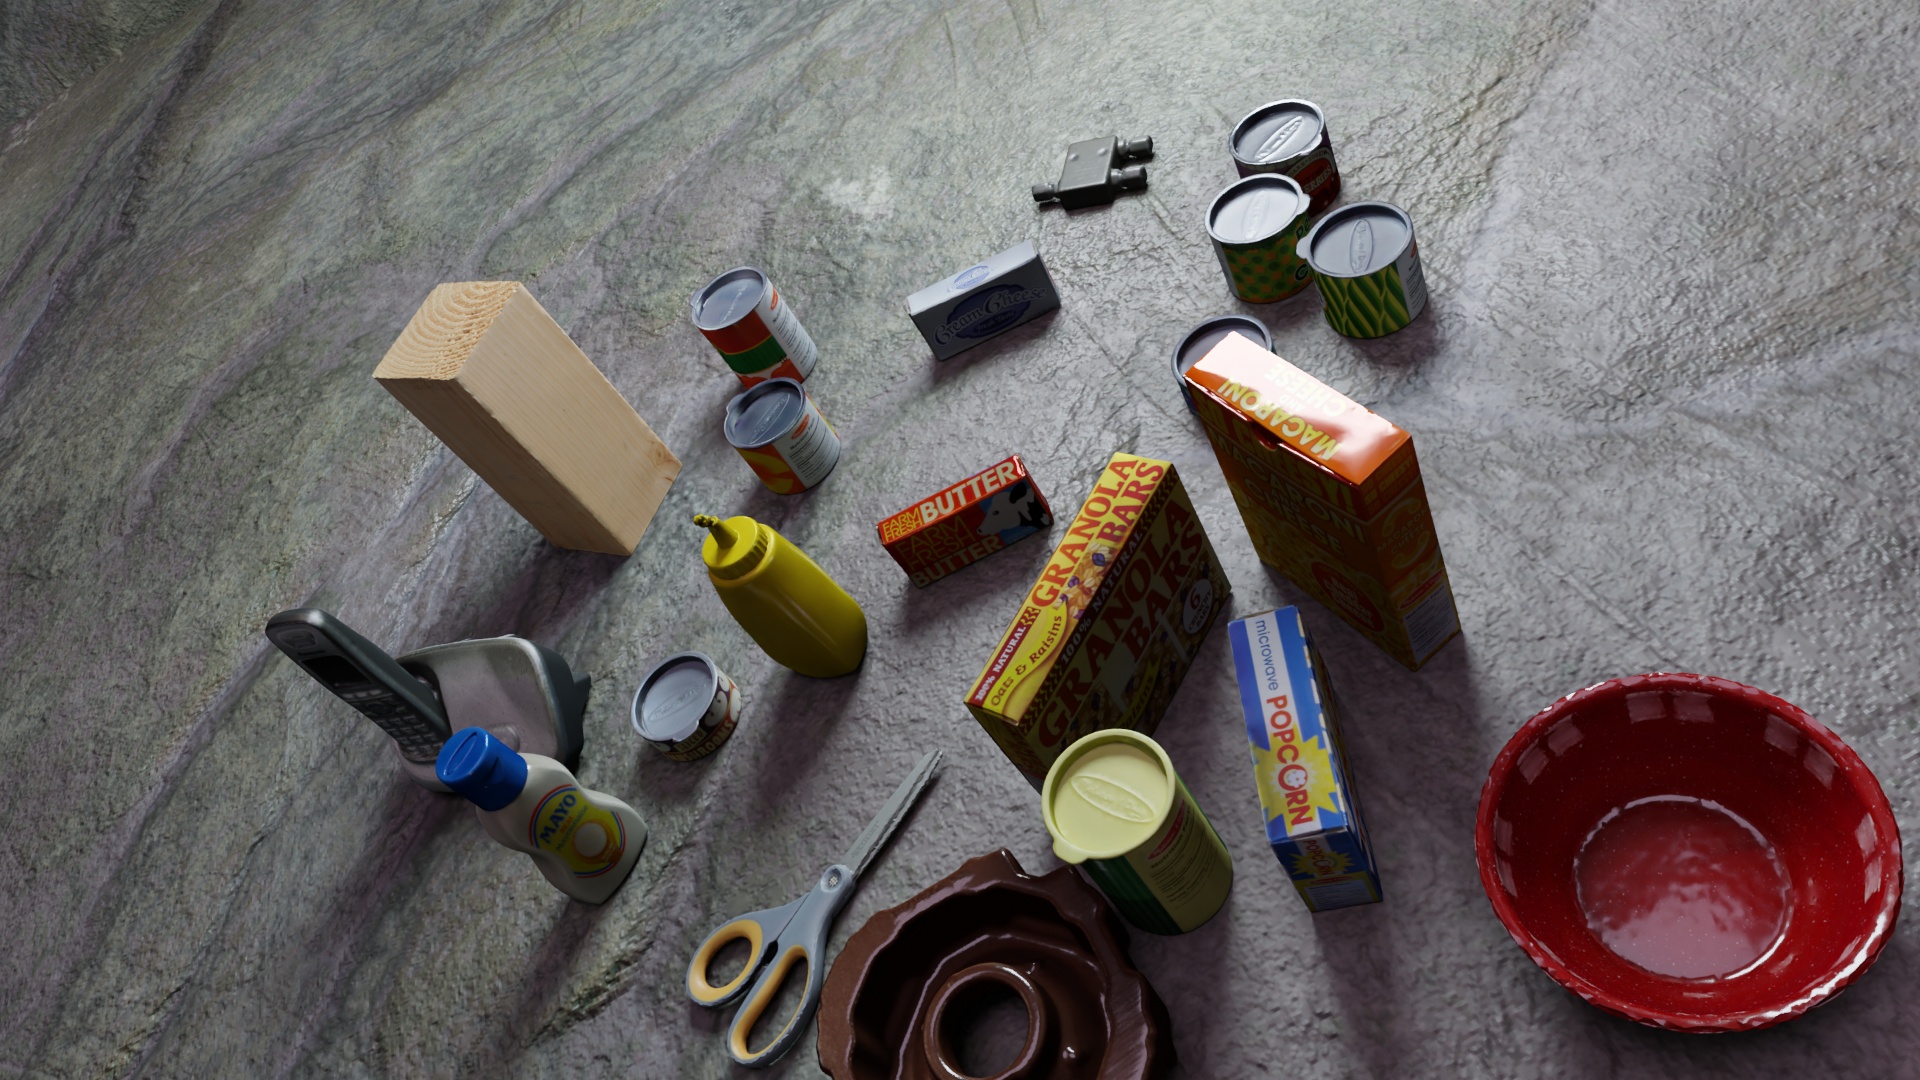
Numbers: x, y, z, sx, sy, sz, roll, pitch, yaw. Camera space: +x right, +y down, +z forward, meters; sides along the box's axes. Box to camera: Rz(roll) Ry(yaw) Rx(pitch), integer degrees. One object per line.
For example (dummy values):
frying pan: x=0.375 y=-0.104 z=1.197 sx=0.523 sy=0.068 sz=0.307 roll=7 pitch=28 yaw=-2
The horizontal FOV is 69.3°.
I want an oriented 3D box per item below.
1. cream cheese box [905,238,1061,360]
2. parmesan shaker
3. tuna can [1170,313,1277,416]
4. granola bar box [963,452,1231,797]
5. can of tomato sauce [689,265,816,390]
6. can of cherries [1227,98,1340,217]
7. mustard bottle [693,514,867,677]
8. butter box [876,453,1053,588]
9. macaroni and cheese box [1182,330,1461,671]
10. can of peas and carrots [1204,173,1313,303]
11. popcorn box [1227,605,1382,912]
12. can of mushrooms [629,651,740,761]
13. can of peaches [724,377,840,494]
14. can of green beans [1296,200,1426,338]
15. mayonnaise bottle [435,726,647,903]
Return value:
cream cheese box: x=0.018 y=-0.175 z=1.016 sx=0.104 sy=0.053 sz=0.024 roll=-23 pitch=47 yaw=11
parmesan shaker: x=0.087 y=0.149 z=0.687 sx=0.071 sy=0.102 sz=0.072 roll=-15 pitch=49 yaw=18
tuna can: x=0.173 y=-0.110 z=0.894 sx=0.071 sy=0.032 sz=0.071 roll=-15 pitch=49 yaw=18
granola bar box: x=0.079 y=0.054 z=0.752 sx=0.039 sy=0.123 sz=0.166 roll=17 pitch=64 yaw=37
can of tomato sauce: x=-0.161 y=-0.161 z=1.082 sx=0.071 sy=0.082 sz=0.071 roll=-15 pitch=49 yaw=18
can of cherries: x=0.228 y=-0.262 z=0.967 sx=0.071 sy=0.058 sz=0.072 roll=-15 pitch=49 yaw=18
mustard bottle: x=-0.115 y=0.028 z=0.853 sx=0.065 sy=0.159 sz=0.049 roll=-3 pitch=54 yaw=27
butter box: x=0.003 y=-0.011 z=0.894 sx=0.103 sy=0.053 sz=0.024 roll=-26 pitch=47 yaw=8
macaroni and cheese box: x=0.189 y=-0.018 z=0.720 sx=0.040 sy=0.166 sz=0.124 roll=-42 pitch=46 yaw=-6
can of peas and carrots: x=0.206 y=-0.202 z=0.932 sx=0.071 sy=0.058 sz=0.071 roll=-15 pitch=49 yaw=18
popcorn box: x=0.170 y=0.107 z=0.687 sx=0.038 sy=0.085 sz=0.127 roll=-17 pitch=49 yaw=17
can of mushrooms: x=-0.179 y=0.111 z=0.910 sx=0.071 sy=0.033 sz=0.071 roll=-15 pitch=49 yaw=18
can of peaches: x=-0.131 y=-0.077 z=1.016 sx=0.071 sy=0.058 sz=0.071 roll=-15 pitch=49 yaw=18
can of green beans: x=0.257 y=-0.171 z=0.879 sx=0.071 sy=0.057 sz=0.071 roll=-15 pitch=49 yaw=18
mayonnaise bottle: x=-0.250 y=0.162 z=0.829 sx=0.041 sy=0.147 sz=0.065 roll=13 pitch=63 yaw=36
